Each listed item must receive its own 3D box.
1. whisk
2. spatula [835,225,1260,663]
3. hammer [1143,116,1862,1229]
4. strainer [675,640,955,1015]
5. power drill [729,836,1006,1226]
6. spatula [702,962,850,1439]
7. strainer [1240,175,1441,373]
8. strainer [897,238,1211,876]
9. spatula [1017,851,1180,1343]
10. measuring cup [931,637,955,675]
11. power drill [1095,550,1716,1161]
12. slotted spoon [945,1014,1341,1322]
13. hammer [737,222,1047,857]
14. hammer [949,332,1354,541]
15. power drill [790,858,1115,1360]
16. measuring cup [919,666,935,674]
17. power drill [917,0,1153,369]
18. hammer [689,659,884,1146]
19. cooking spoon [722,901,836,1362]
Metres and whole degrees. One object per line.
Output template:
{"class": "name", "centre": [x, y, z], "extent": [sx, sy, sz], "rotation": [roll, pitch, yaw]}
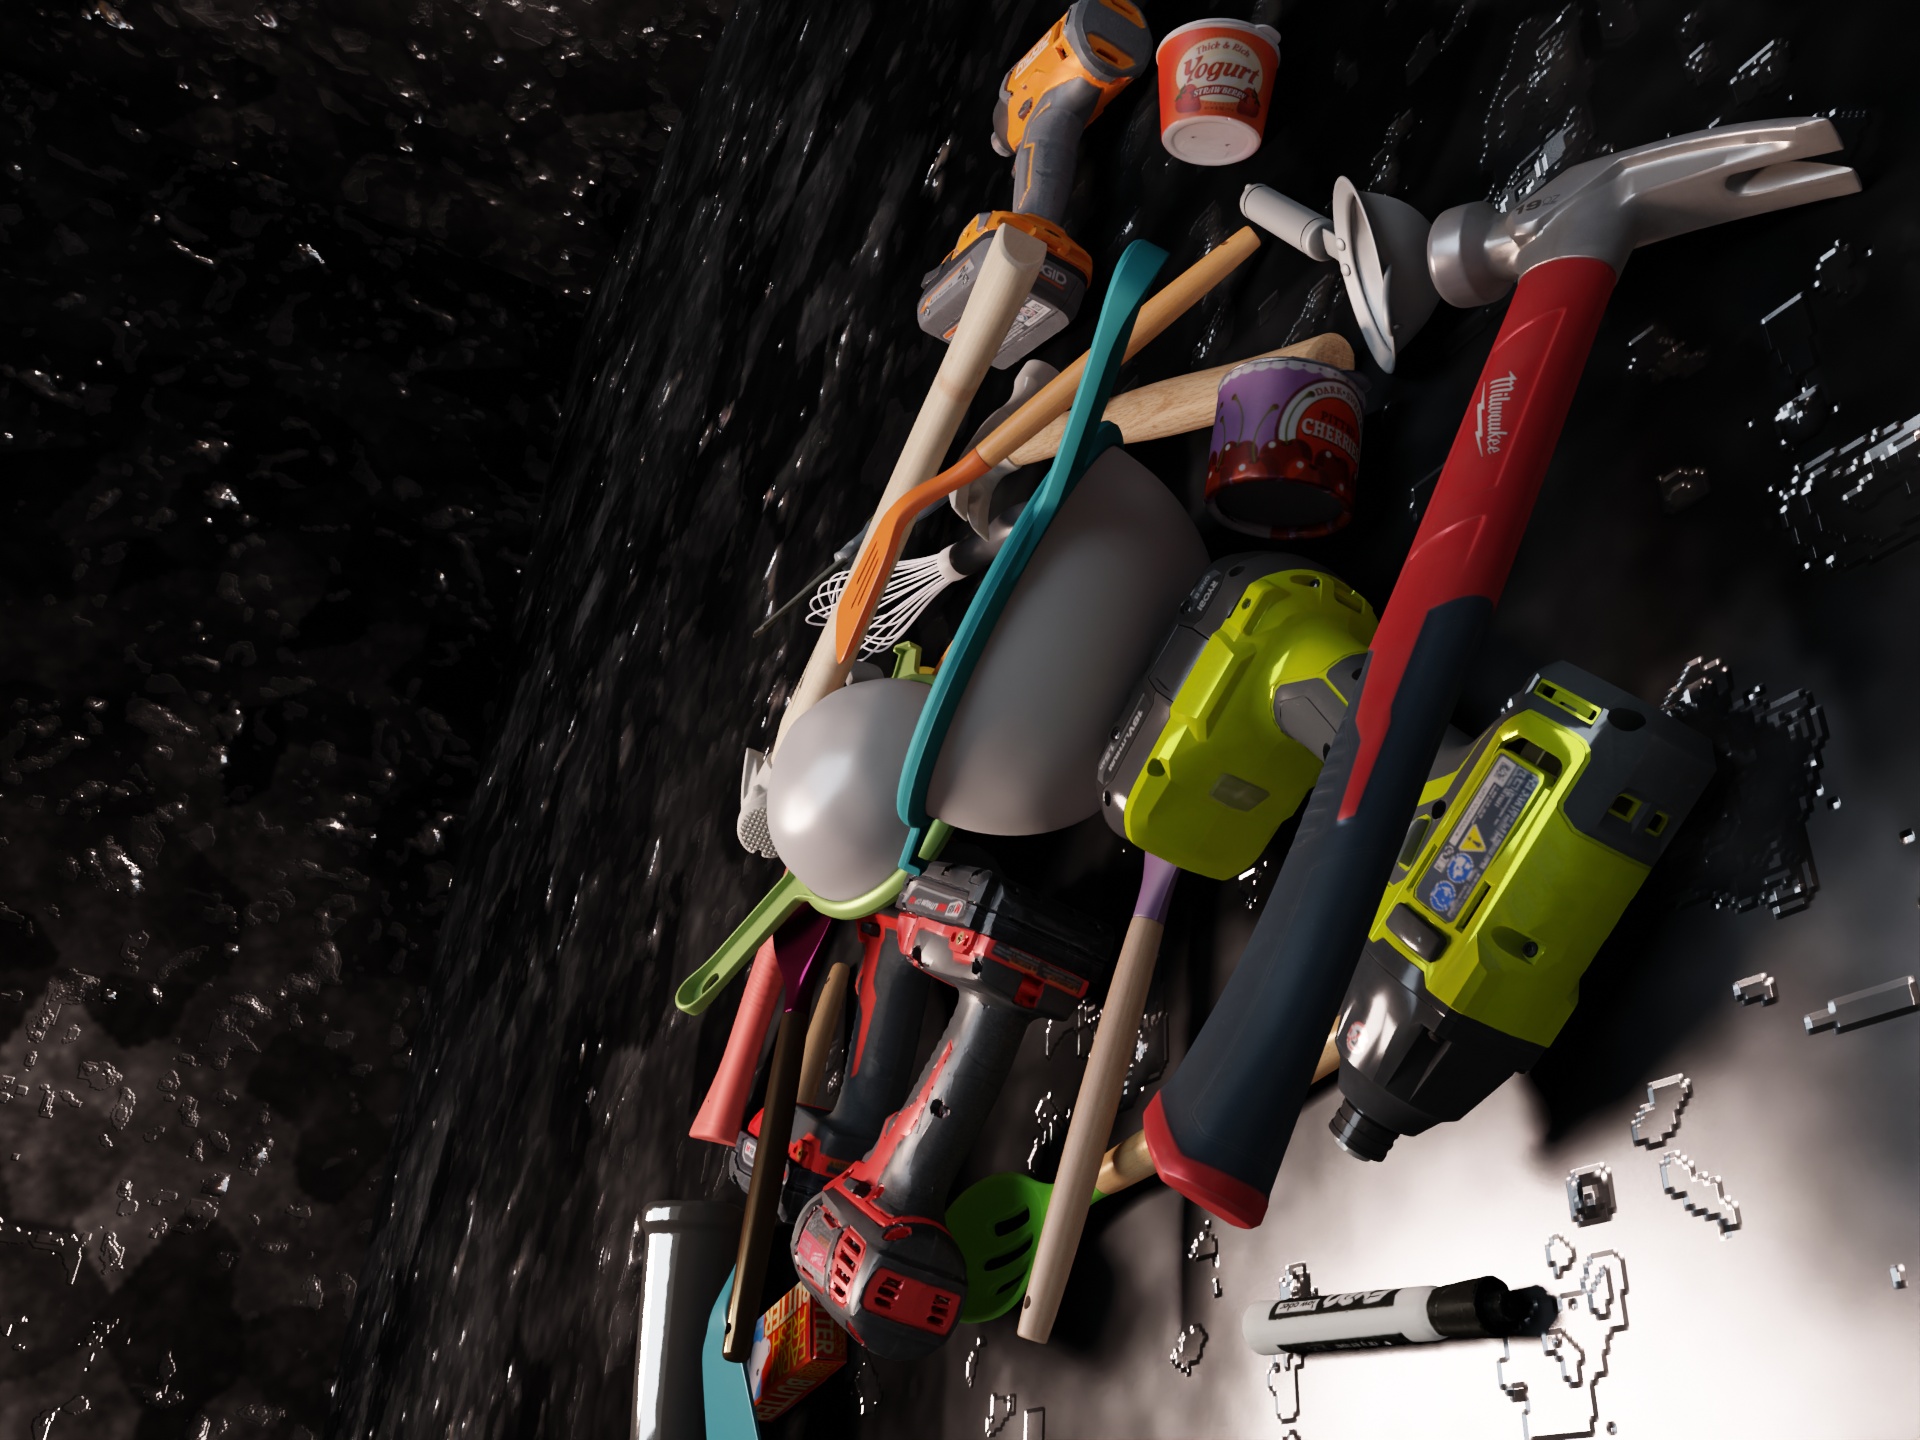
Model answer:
{"class": "whisk", "centre": [-0.019, -0.098, 1.066], "extent": [0.284, 0.070, 0.070], "rotation": [-19, 56, 55]}
{"class": "spatula", "centre": [0.037, -0.155, 0.881], "extent": [0.322, 0.041, 0.081], "rotation": [-38, 25, 14]}
{"class": "hammer", "centre": [0.159, -0.028, 0.493], "extent": [0.143, 0.038, 0.386], "rotation": [0, 58, 51]}
{"class": "strainer", "centre": [-0.099, 0.068, 0.902], "extent": [0.256, 0.069, 0.152], "rotation": [-48, 36, 14]}
{"class": "power drill", "centre": [-0.059, 0.171, 0.931], "extent": [0.188, 0.080, 0.227], "rotation": [-3, 68, 65]}
{"class": "spatula", "centre": [-0.106, 0.292, 0.967], "extent": [0.082, 0.044, 0.318], "rotation": [-44, 24, 51]}
{"class": "strainer", "centre": [0.175, -0.226, 0.747], "extent": [0.259, 0.050, 0.086], "rotation": [-107, -2, -61]}
{"class": "strainer", "centre": [0.070, -0.058, 0.689], "extent": [0.211, 0.095, 0.340], "rotation": [-57, -9, -31]}
{"class": "spatula", "centre": [0.076, 0.114, 0.708], "extent": [0.060, 0.018, 0.316], "rotation": [-30, 38, 63]}
{"class": "measuring cup", "centre": [-0.002, -0.003, 0.952], "extent": [0.173, 0.052, 0.095], "rotation": [-56, 29, 32]}
{"class": "power drill", "centre": [0.141, 0.037, 0.579], "extent": [0.171, 0.080, 0.223], "rotation": [-61, 28, 11]}
{"class": "slotted spoon", "centre": [0.077, 0.189, 0.680], "extent": [0.313, 0.031, 0.070], "rotation": [-46, 32, 42]}
{"class": "hammer", "centre": [-0.049, -0.116, 1.013], "extent": [0.410, 0.038, 0.146], "rotation": [-64, 14, 14]}
{"class": "hammer", "centre": [0.090, -0.164, 0.868], "extent": [0.130, 0.031, 0.331], "rotation": [-56, 24, -15]}
{"class": "power drill", "centre": [-0.016, 0.185, 0.779], "extent": [0.220, 0.078, 0.143], "rotation": [-68, 19, -11]}
{"class": "measuring cup", "centre": [-0.050, 0.002, 1.083], "extent": [0.156, 0.029, 0.062], "rotation": [-22, 54, 59]}
{"class": "power drill", "centre": [0.045, -0.361, 1.082], "extent": [0.164, 0.084, 0.226], "rotation": [-16, 55, 63]}
{"class": "hammer", "centre": [-0.121, 0.132, 1.113], "extent": [0.149, 0.036, 0.359], "rotation": [-120, 48, -72]}
{"class": "cooking spoon", "centre": [-0.095, 0.187, 0.877], "extent": [0.069, 0.017, 0.319], "rotation": [-27, 42, 39]}
